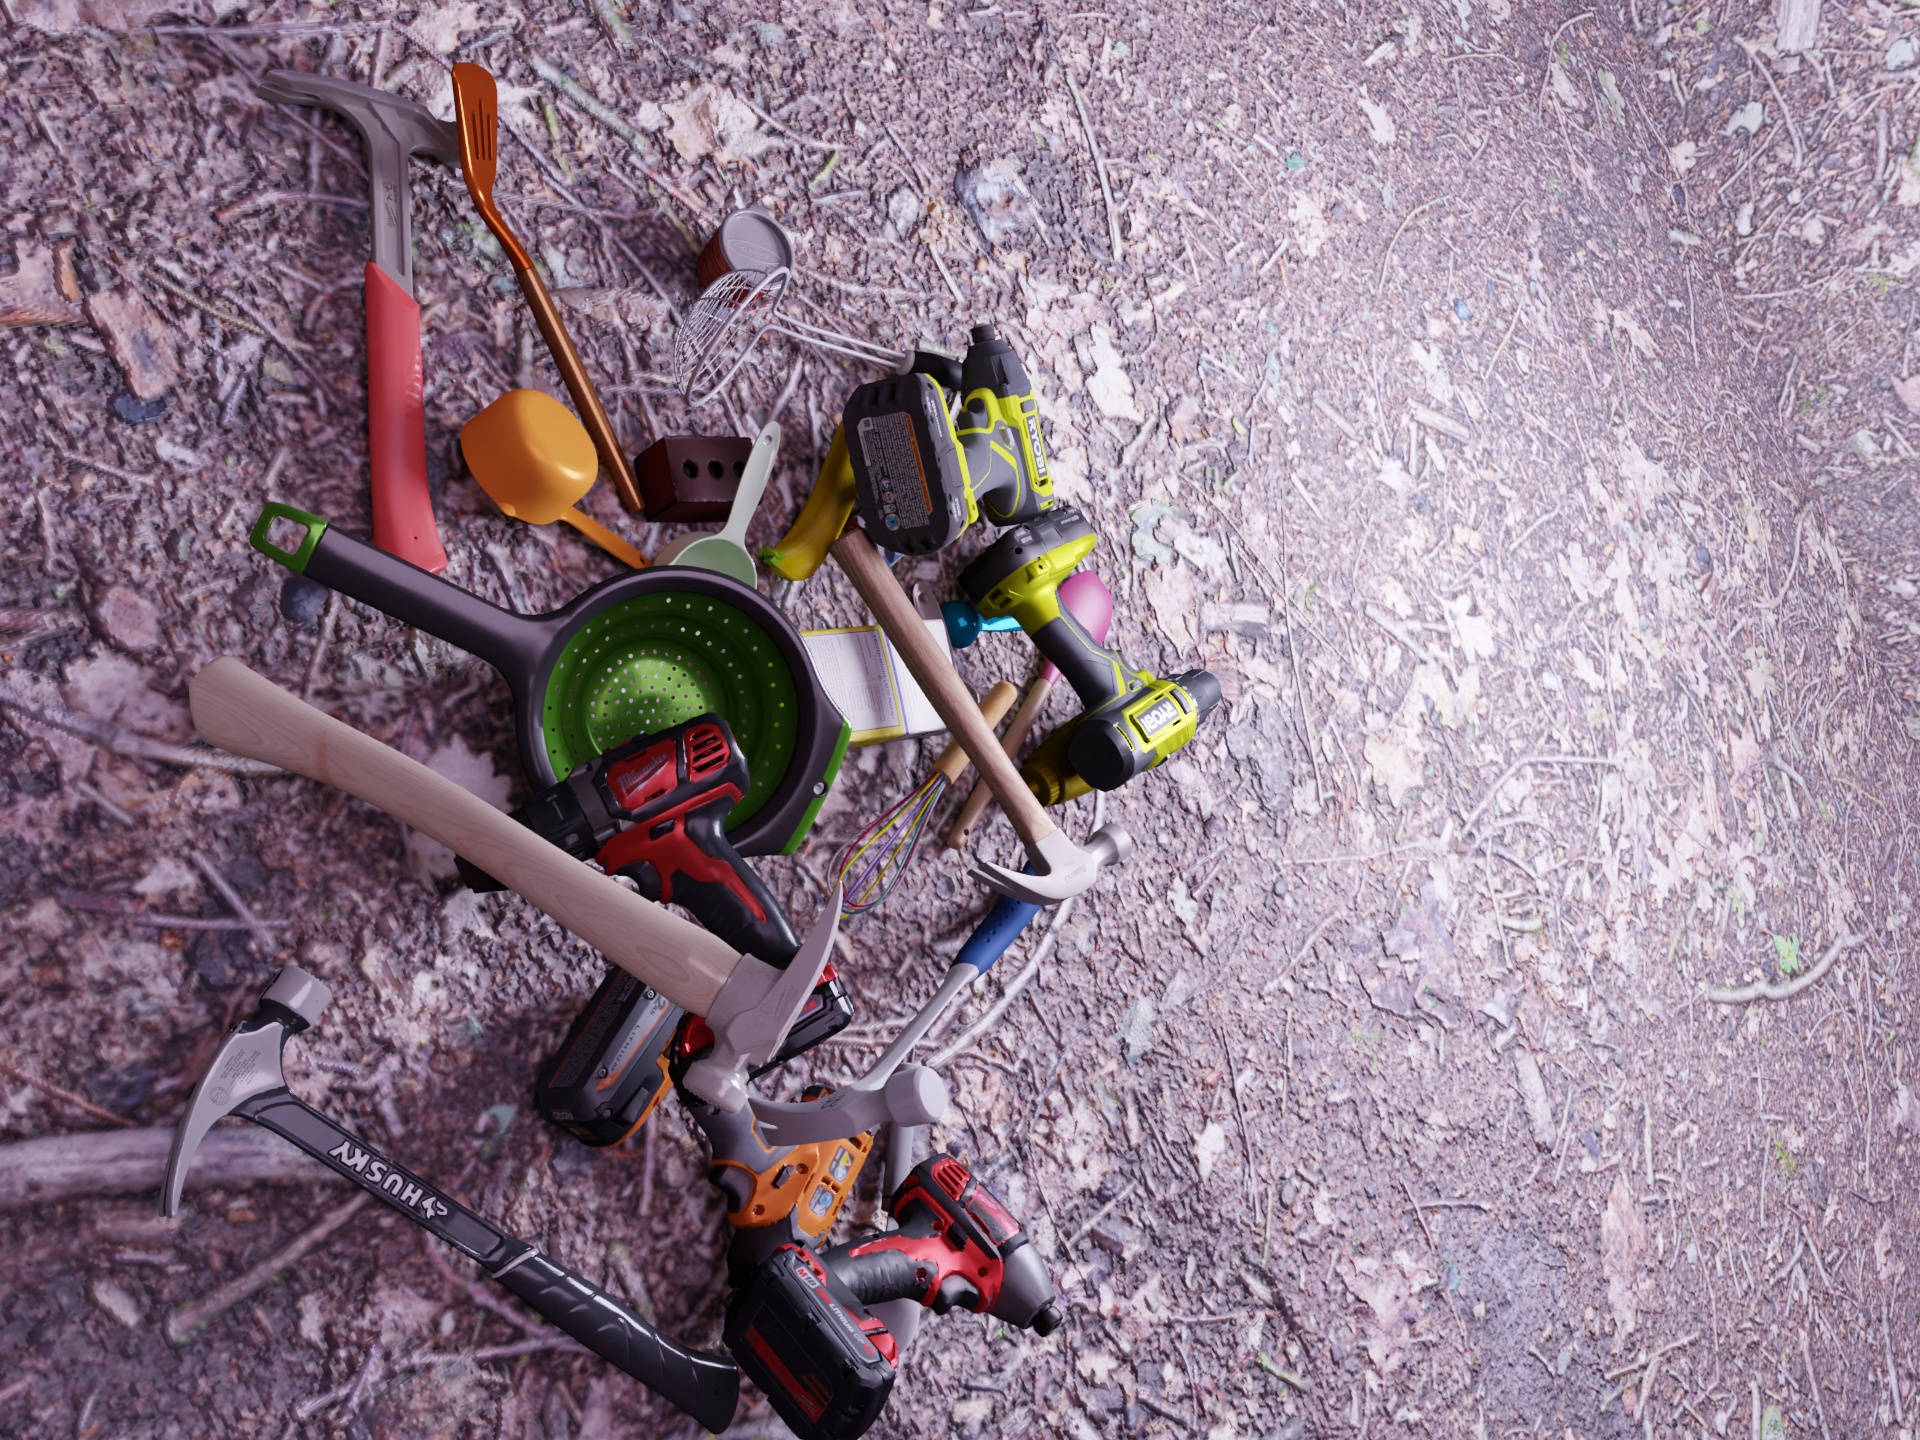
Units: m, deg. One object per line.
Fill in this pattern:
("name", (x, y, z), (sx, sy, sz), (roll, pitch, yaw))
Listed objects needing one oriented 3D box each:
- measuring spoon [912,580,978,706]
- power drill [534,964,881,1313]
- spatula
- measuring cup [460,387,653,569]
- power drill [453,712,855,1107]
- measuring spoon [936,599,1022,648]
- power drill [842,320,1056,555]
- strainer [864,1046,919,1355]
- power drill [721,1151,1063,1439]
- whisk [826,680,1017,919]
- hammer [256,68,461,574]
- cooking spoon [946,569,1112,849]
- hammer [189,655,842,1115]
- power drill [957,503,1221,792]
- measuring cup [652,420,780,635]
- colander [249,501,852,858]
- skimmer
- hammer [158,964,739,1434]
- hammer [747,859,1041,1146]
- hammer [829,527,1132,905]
("measuring spoon", (-0.016, -0.057, 1.326), (0.034, 0.018, 0.124), (-17, 81, -7))
("power drill", (-0.168, 0.281, 1.061), (0.226, 0.084, 0.164), (45, 54, -24))
("spatula", (-0.292, -0.302, 1.137), (0.081, 0.041, 0.322), (-77, 145, -73))
("measuring cup", (-0.265, -0.164, 1.119), (0.173, 0.052, 0.095), (37, 30, -35))
("power drill", (-0.187, 0.124, 0.985), (0.188, 0.080, 0.227), (-26, 81, -18))
("measuring spoon", (0.035, -0.088, 1.370), (0.128, 0.021, 0.042), (-9, 82, -40))
("power drill", (-0.002, -0.230, 1.294), (0.223, 0.080, 0.171), (-34, 115, -57))
("strainer", (-0.049, 0.361, 1.159), (0.086, 0.050, 0.259), (32, 54, -46))
("power drill", (-0.034, 0.378, 1.041), (0.143, 0.078, 0.219), (41, 30, 26))
("whisk", (-0.027, 0.058, 1.233), (0.245, 0.051, 0.047), (-52, 122, -26))
("hammer", (-0.391, -0.261, 1.072), (0.149, 0.037, 0.359), (4, 74, -38))
("cooking spoon", (0.063, -0.013, 1.371), (0.068, 0.017, 0.319), (49, 53, -25))
("hammer", (-0.269, 0.066, 0.941), (0.410, 0.038, 0.146), (29, 72, 5))
("power drill", (0.119, -0.066, 1.356), (0.190, 0.080, 0.228), (-29, 82, -48))
("measuring cup", (-0.174, -0.143, 1.167), (0.083, 0.038, 0.167), (21, 92, -41))
("colander", (-0.270, -0.038, 1.059), (0.396, 0.094, 0.204), (27, 84, -21))
("skimmer", (-0.078, -0.285, 1.294), (0.363, 0.127, 0.090), (4, 44, -45))
("hammer", (-0.292, 0.328, 0.976), (0.408, 0.036, 0.149), (43, 55, -21))
("hammer", (-0.008, 0.188, 1.150), (0.035, 0.144, 0.405), (67, 27, -8))
("hammer", (-0.002, -0.004, 1.228), (0.130, 0.031, 0.331), (-30, 85, -37))
